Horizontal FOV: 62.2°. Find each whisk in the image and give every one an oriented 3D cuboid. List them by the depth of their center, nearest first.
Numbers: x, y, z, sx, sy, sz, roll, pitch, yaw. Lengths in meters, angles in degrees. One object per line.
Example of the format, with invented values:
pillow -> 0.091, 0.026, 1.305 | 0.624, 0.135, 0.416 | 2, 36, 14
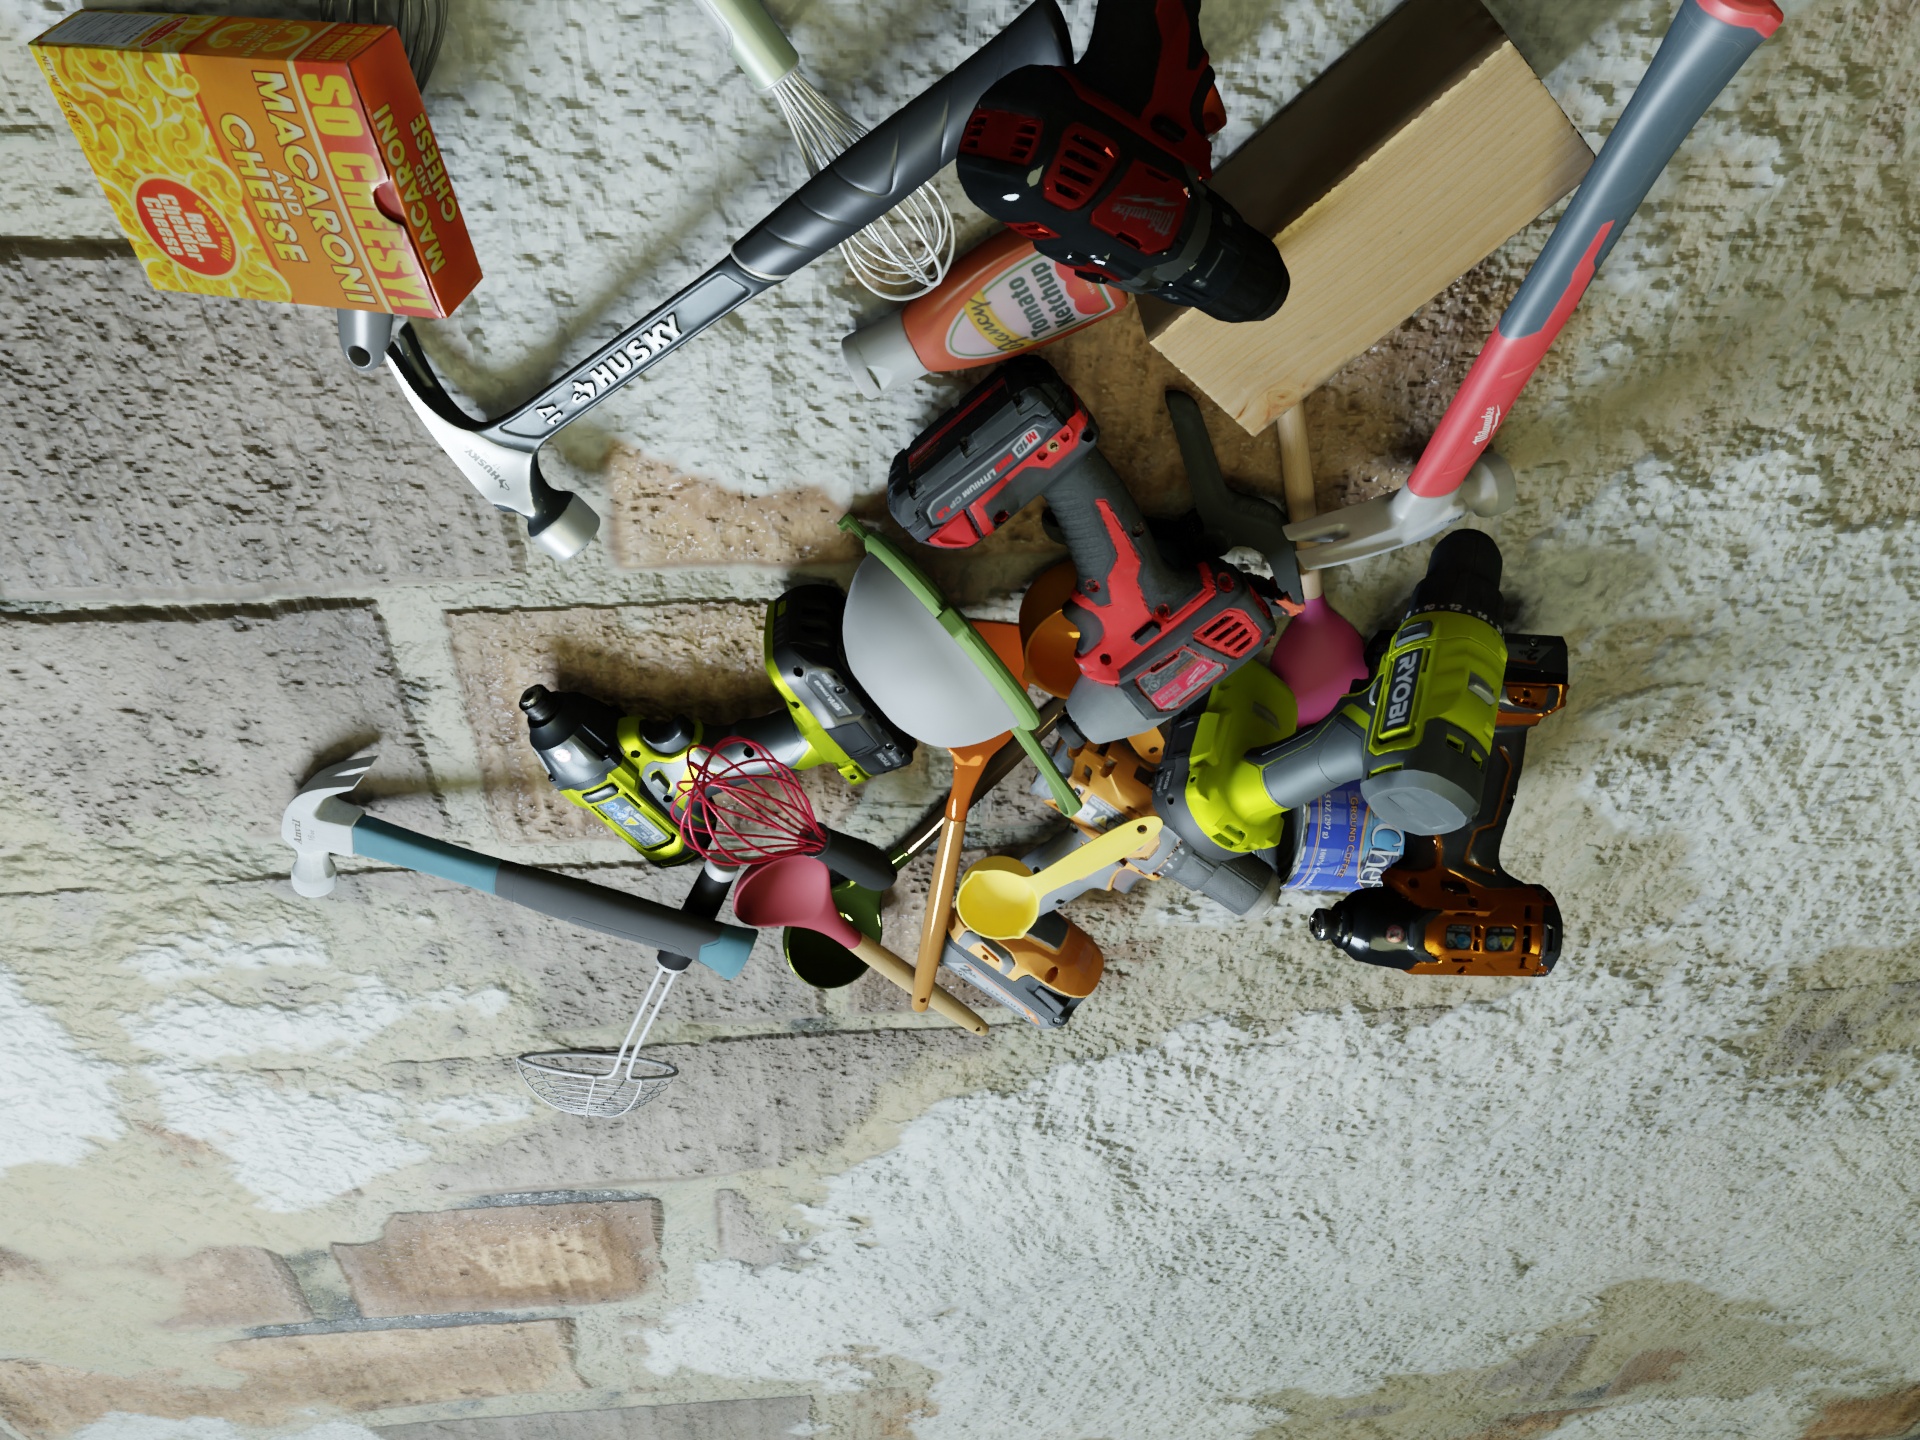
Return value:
whisk -> -0.081, -0.296, 0.744 | 0.059, 0.058, 0.246 | -43, 125, 0
whisk -> -0.278, -0.262, 0.756 | 0.055, 0.055, 0.238 | 9, 138, -16
whisk -> -0.099, 0.072, 0.997 | 0.073, 0.073, 0.295 | -20, 159, 13

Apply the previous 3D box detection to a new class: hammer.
hammer -> -0.115, -0.219, 0.776 | 0.409, 0.036, 0.149 | -26, 124, 30
hammer -> 0.274, -0.200, 0.788 | 0.143, 0.038, 0.386 | -18, 157, -13
hammer -> -0.297, 0.110, 1.071 | 0.331, 0.033, 0.128 | 17, 130, 2

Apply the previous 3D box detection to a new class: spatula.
spatula -> -0.007, 0.078, 1.100 | 0.081, 0.041, 0.322 | 1, 126, -13

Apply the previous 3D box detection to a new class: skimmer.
skimmer -> -0.237, 0.192, 1.190 | 0.127, 0.090, 0.363 | 9, 134, -25

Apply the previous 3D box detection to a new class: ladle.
ladle -> -0.019, 0.085, 1.137 | 0.078, 0.062, 0.320 | 28, 123, -29
ladle -> -0.062, 0.170, 1.159 | 0.069, 0.031, 0.315 | -41, 135, 6

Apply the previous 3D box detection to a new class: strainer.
strainer -> -0.002, -0.003, 0.970 | 0.069, 0.152, 0.256 | -40, 131, -3

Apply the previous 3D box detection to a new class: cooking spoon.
cooking spoon -> 0.219, -0.099, 1.004 | 0.069, 0.017, 0.318 | -12, 136, 8

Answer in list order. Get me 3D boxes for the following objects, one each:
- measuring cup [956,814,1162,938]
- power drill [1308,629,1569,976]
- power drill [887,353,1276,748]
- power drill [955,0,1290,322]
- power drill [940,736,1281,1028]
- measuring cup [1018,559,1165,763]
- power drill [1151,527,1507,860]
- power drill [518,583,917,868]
measuring cup -> 0.068, 0.097, 1.081 | 0.156, 0.029, 0.062 | -29, 111, 17
power drill -> 0.312, 0.055, 1.041 | 0.164, 0.084, 0.226 | 2, 92, -10
power drill -> 0.064, -0.085, 0.906 | 0.143, 0.079, 0.219 | -38, 113, 15
power drill -> 0.108, -0.289, 0.672 | 0.187, 0.080, 0.226 | 12, 103, -44
power drill -> 0.102, 0.126, 1.138 | 0.185, 0.084, 0.226 | 34, 127, -1
measuring cup -> 0.097, -0.037, 1.031 | 0.095, 0.052, 0.173 | -22, 138, 14
power drill -> 0.232, -0.010, 0.973 | 0.080, 0.191, 0.228 | 33, 149, -23
power drill -> -0.156, 0.005, 1.022 | 0.223, 0.080, 0.171 | -21, 135, 19
